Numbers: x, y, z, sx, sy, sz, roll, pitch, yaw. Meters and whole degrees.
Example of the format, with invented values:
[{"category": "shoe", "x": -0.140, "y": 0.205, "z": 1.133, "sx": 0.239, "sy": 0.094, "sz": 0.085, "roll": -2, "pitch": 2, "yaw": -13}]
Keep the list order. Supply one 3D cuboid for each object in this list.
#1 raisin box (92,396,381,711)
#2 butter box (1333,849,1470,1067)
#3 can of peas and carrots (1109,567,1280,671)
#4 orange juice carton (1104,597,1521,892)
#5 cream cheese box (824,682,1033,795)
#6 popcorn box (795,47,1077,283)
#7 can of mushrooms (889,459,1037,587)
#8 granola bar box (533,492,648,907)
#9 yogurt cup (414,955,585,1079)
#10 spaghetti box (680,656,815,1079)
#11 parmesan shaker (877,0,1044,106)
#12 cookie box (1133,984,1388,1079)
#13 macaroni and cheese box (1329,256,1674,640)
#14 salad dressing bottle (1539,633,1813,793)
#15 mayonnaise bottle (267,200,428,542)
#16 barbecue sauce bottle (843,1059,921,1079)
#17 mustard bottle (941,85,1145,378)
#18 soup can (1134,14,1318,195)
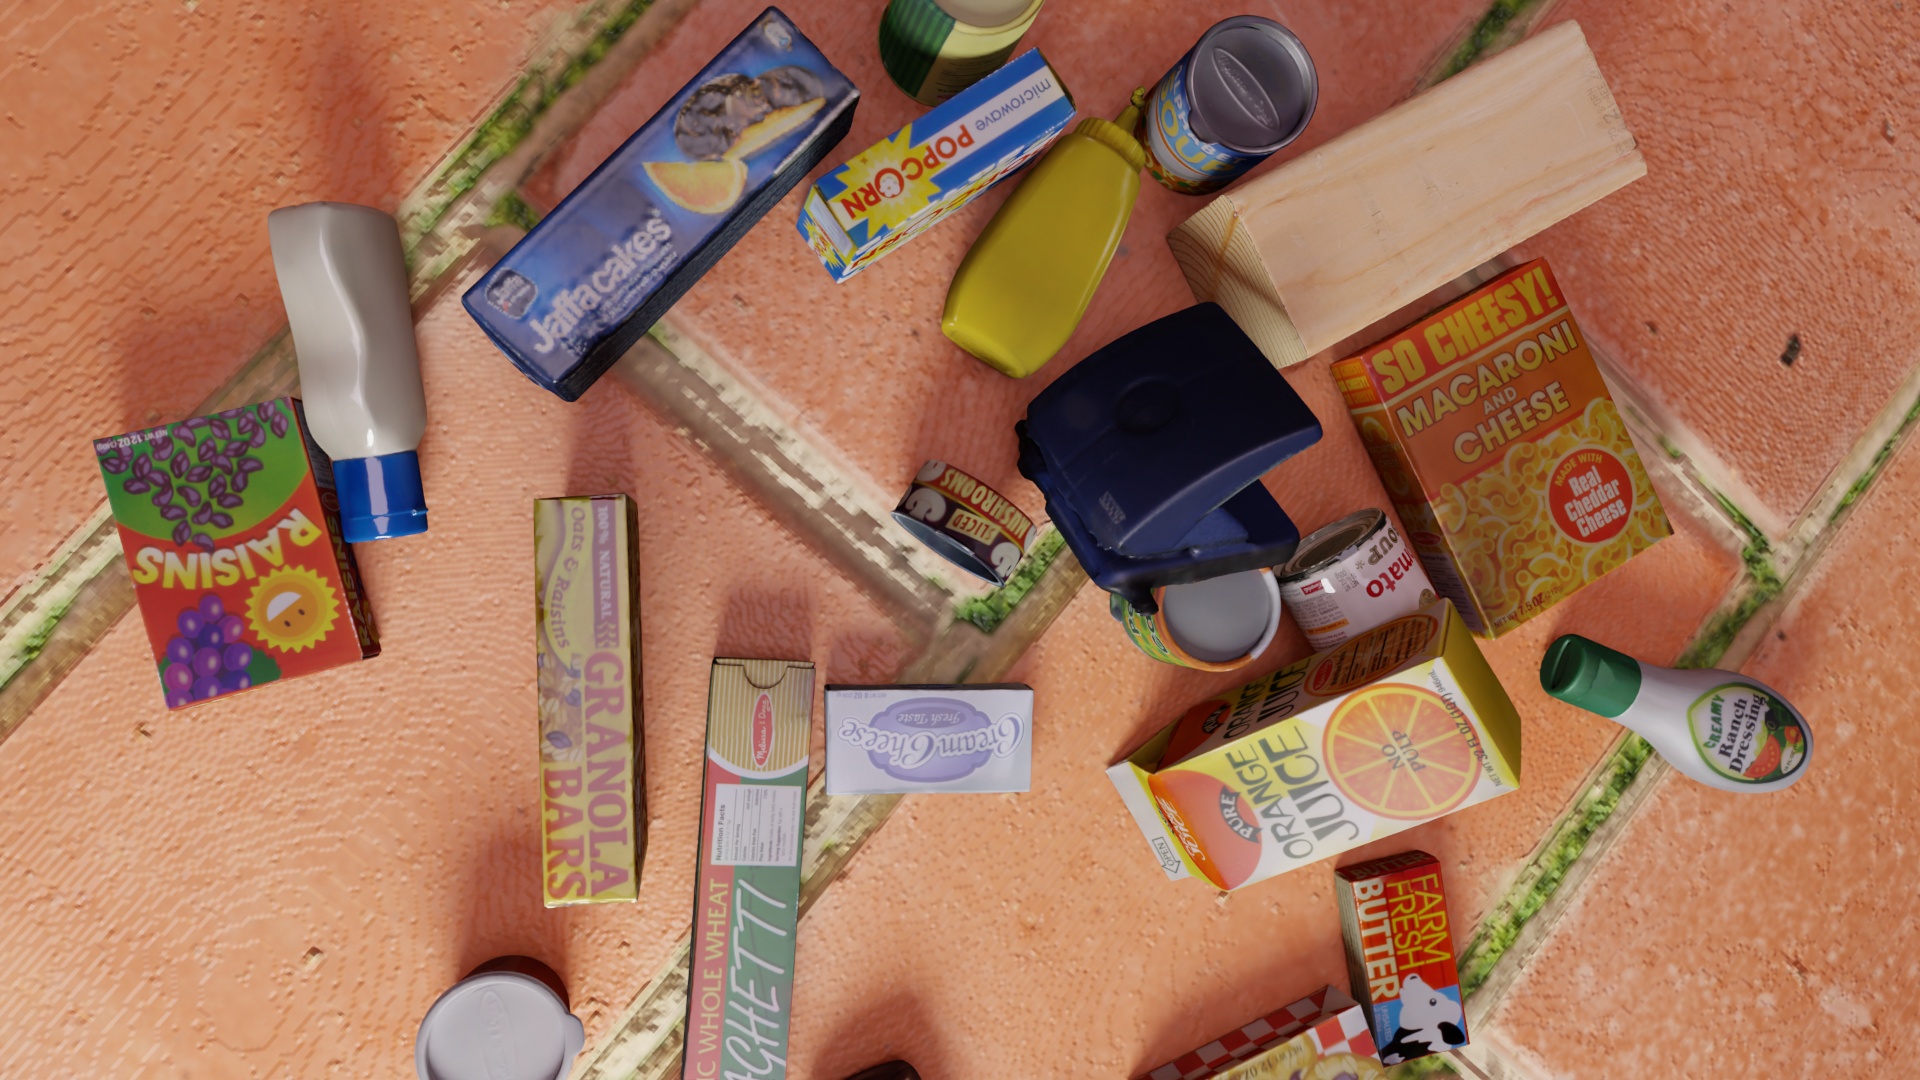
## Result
[{"category": "raisin box", "x": -0.323, "y": 0.006, "z": 0.624, "sx": 0.086, "sy": 0.040, "sz": 0.123, "roll": -15, "pitch": 91, "yaw": -12}, {"category": "butter box", "x": 0.234, "y": 0.221, "z": 0.737, "sx": 0.053, "sy": 0.024, "sz": 0.103, "roll": -10, "pitch": 91, "yaw": -10}, {"category": "can of peas and carrots", "x": 0.118, "y": 0.032, "z": 0.700, "sx": 0.071, "sy": 0.058, "sz": 0.071, "roll": 0, "pitch": 89, "yaw": -11}, {"category": "orange juice carton", "x": 0.165, "y": 0.107, "z": 0.676, "sx": 0.192, "sy": 0.073, "sz": 0.071, "roll": -29, "pitch": 96, "yaw": 29}, {"category": "cream cheese box", "x": -0.016, "y": 0.098, "z": 0.690, "sx": 0.104, "sy": 0.024, "sz": 0.053, "roll": 1, "pitch": 90, "yaw": -11}, {"category": "popcorn box", "x": -0.013, "y": -0.177, "z": 0.665, "sx": 0.127, "sy": 0.085, "sz": 0.038, "roll": -34, "pitch": 97, "yaw": -10}, {"category": "can of mushrooms", "x": 0.002, "y": -0.008, "z": 0.672, "sx": 0.071, "sy": 0.071, "sz": 0.033, "roll": 35, "pitch": 82, "yaw": -9}, {"category": "granola bar box", "x": -0.161, "y": 0.064, "z": 0.611, "sx": 0.039, "sy": 0.124, "sz": 0.165, "roll": -2, "pitch": 90, "yaw": -11}, {"category": "yogurt cup", "x": -0.209, "y": 0.224, "z": 0.635, "sx": 0.072, "sy": 0.054, "sz": 0.072, "roll": 0, "pitch": 89, "yaw": -11}, {"category": "spaghetti box", "x": -0.104, "y": 0.181, "z": 0.669, "sx": 0.050, "sy": 0.028, "sz": 0.250, "roll": 4, "pitch": 88, "yaw": -11}, {"category": "parmesan shaker", "x": 0.002, "y": -0.256, "z": 0.660, "sx": 0.071, "sy": 0.103, "sz": 0.071, "roll": 0, "pitch": 89, "yaw": -11}, {"category": "cookie box", "x": 0.174, "y": 0.335, "z": 0.716, "sx": 0.123, "sy": 0.040, "sz": 0.167, "roll": -21, "pitch": 92, "yaw": -11}, {"category": "macaroni and cheese box", "x": 0.289, "y": -0.049, "z": 0.745, "sx": 0.124, "sy": 0.040, "sz": 0.166, "roll": -28, "pitch": 95, "yaw": -10}, {"category": "salad dressing bottle", "x": 0.390, "y": 0.093, "z": 0.760, "sx": 0.148, "sy": 0.044, "sz": 0.064, "roll": 21, "pitch": 86, "yaw": -10}, {"category": "mayonnaise bottle", "x": -0.270, "y": -0.074, "z": 0.626, "sx": 0.041, "sy": 0.065, "sz": 0.148, "roll": -6, "pitch": 95, "yaw": 10}, {"category": "barbecue sauce bottle", "x": -0.024, "y": 0.334, "z": 0.675, "sx": 0.065, "sy": 0.043, "sz": 0.148, "roll": -23, "pitch": 94, "yaw": -11}, {"category": "mustard bottle", "x": 0.053, "y": -0.160, "z": 0.696, "sx": 0.065, "sy": 0.049, "sz": 0.160, "roll": 34, "pitch": 82, "yaw": -11}, {"category": "soup can", "x": 0.128, "y": -0.213, "z": 0.694, "sx": 0.071, "sy": 0.083, "sz": 0.071, "roll": 0, "pitch": 89, "yaw": -11}]
